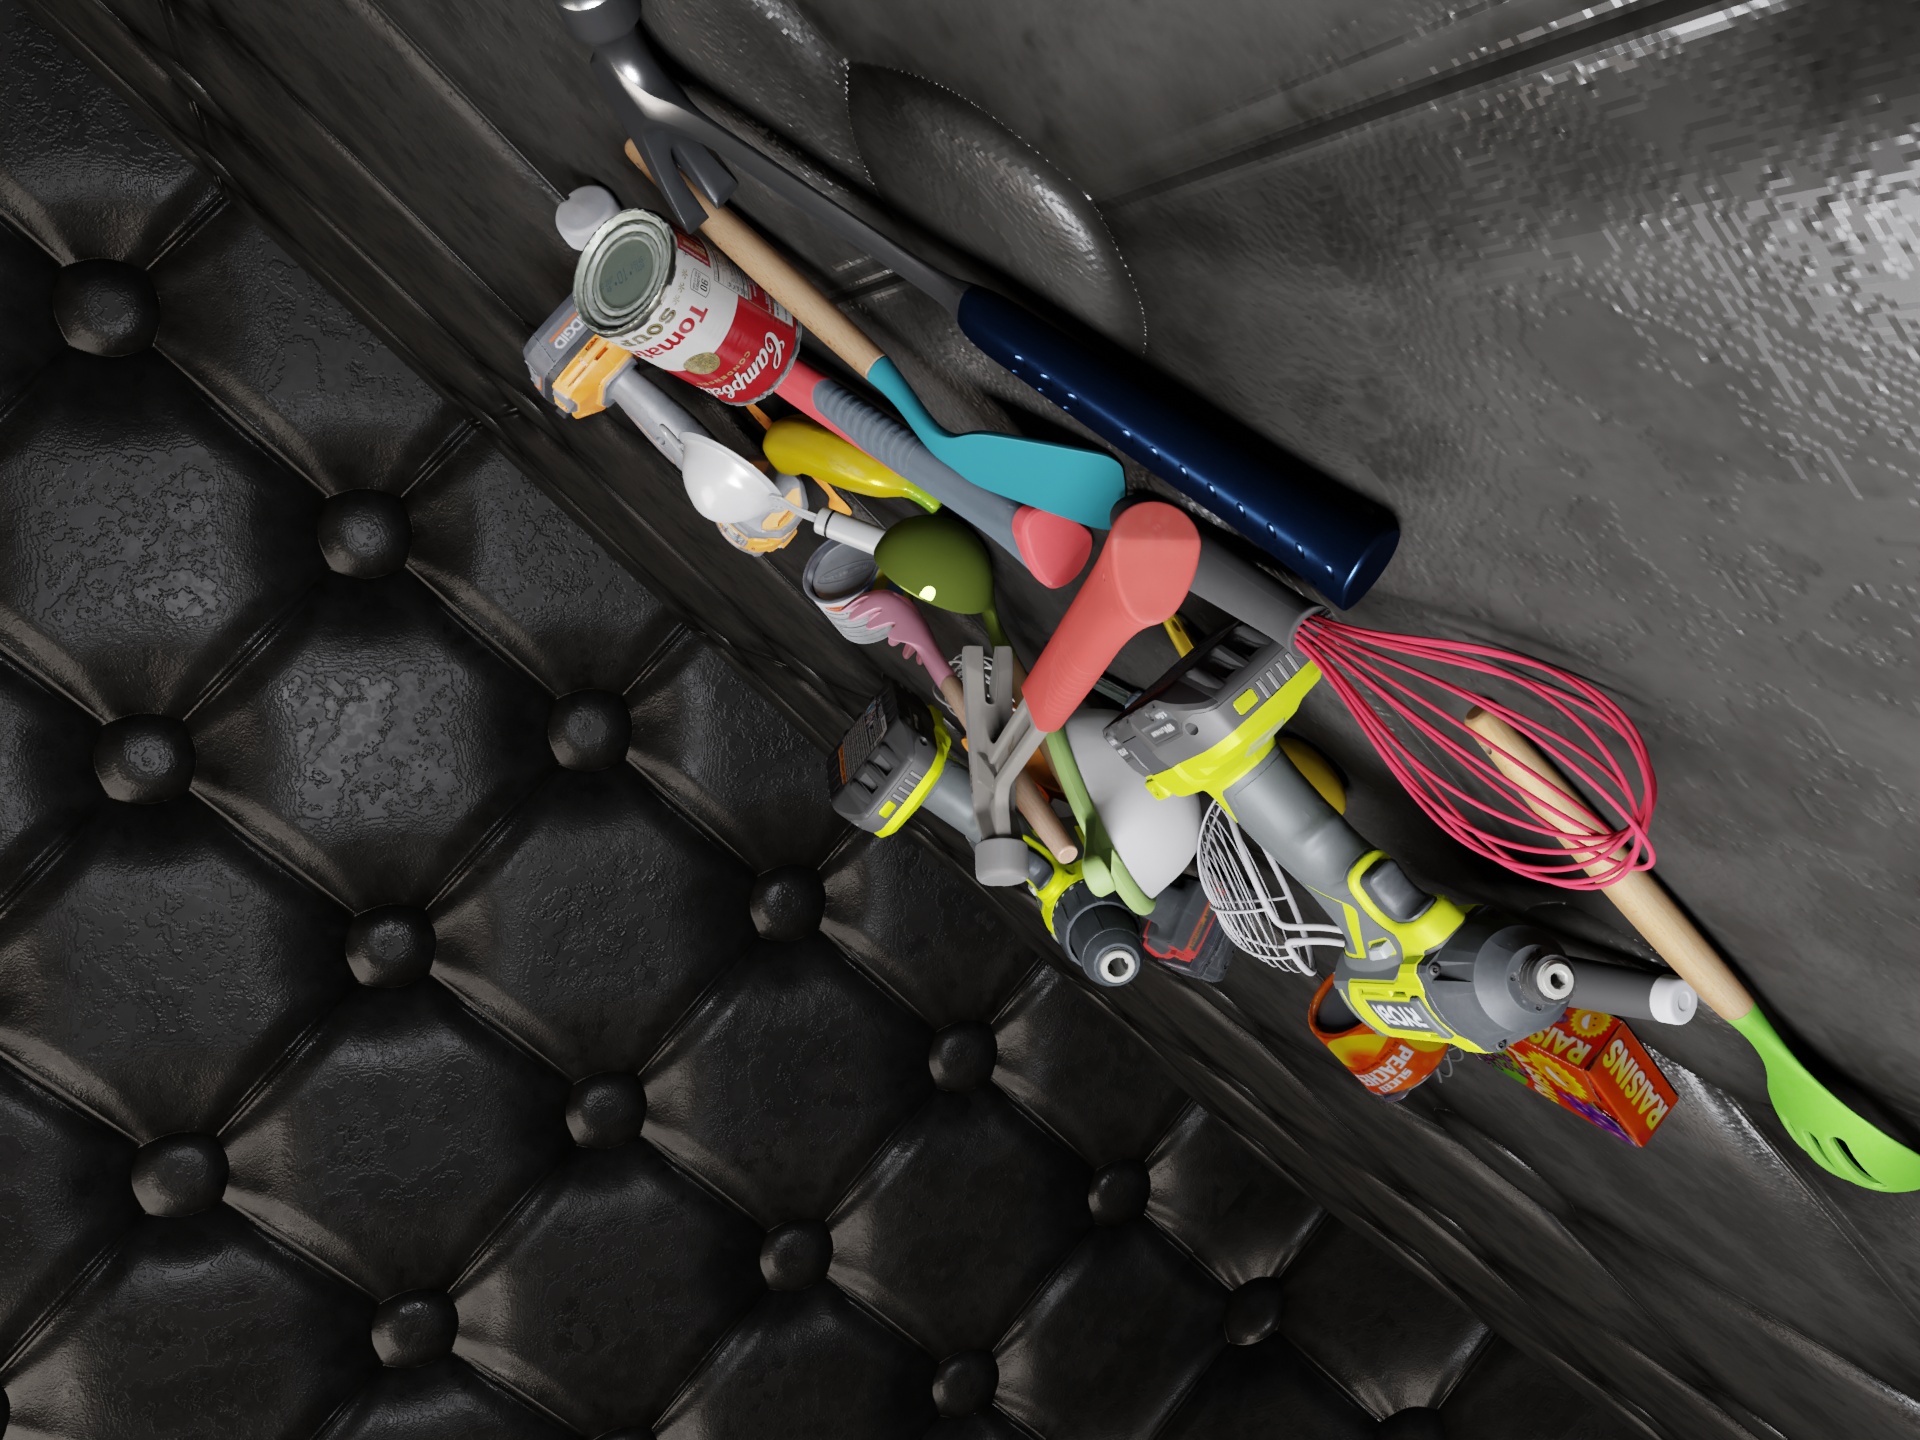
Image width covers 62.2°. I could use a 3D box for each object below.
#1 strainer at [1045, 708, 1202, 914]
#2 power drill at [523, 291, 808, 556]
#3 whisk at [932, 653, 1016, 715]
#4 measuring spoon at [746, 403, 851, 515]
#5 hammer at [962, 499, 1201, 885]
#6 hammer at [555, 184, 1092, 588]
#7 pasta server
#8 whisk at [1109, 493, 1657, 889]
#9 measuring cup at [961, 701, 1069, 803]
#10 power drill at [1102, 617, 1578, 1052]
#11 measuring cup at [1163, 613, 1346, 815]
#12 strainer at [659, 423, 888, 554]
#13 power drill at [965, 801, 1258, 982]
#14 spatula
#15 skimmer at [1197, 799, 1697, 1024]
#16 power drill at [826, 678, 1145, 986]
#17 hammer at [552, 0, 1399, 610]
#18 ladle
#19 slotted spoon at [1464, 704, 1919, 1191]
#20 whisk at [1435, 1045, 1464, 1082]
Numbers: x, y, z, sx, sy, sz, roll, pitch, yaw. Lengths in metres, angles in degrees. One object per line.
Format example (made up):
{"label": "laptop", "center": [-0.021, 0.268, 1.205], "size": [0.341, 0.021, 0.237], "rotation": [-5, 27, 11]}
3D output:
{"label": "strainer", "center": [0.109, 0.054, 0.982], "size": [0.151, 0.069, 0.256], "rotation": [63, -170, -6]}
{"label": "power drill", "center": [-0.214, -0.210, 1.198], "size": [0.226, 0.084, 0.185], "rotation": [41, 173, -8]}
{"label": "whisk", "center": [0.072, 0.010, 1.175], "size": [0.247, 0.059, 0.057], "rotation": [29, 138, 38]}
{"label": "measuring spoon", "center": [-0.118, -0.185, 1.135], "size": [0.116, 0.011, 0.021], "rotation": [47, 170, -32]}
{"label": "hammer", "center": [0.047, -0.027, 0.794], "size": [0.036, 0.149, 0.359], "rotation": [0, 162, -10]}
{"label": "hammer", "center": [-0.077, -0.178, 0.912], "size": [0.387, 0.038, 0.143], "rotation": [37, 171, 26]}
{"label": "pasta server", "center": [-0.002, -0.003, 1.044], "size": [0.060, 0.040, 0.317], "rotation": [34, -166, -40]}
{"label": "whisk", "center": [0.151, -0.027, 0.627], "size": [0.296, 0.073, 0.073], "rotation": [42, 174, 45]}
{"label": "measuring cup", "center": [0.079, 0.033, 1.246], "size": [0.174, 0.052, 0.095], "rotation": [23, 163, 43]}
{"label": "power drill", "center": [0.178, 0.057, 0.740], "size": [0.223, 0.080, 0.171], "rotation": [48, 167, 0]}
{"label": "measuring cup", "center": [0.155, -0.005, 0.843], "size": [0.156, 0.029, 0.062], "rotation": [56, 168, -14]}
{"label": "strainer", "center": [-0.098, -0.134, 1.056], "size": [0.258, 0.050, 0.086], "rotation": [22, 165, 11]}
{"label": "power drill", "center": [0.106, 0.124, 1.280], "size": [0.226, 0.080, 0.188], "rotation": [26, 172, -4]}
{"label": "spatula", "center": [-0.050, -0.194, 0.775], "size": [0.318, 0.044, 0.082], "rotation": [44, 172, 14]}
{"label": "skimmer", "center": [0.258, 0.105, 0.889], "size": [0.363, 0.090, 0.127], "rotation": [2, 127, 60]}
{"label": "power drill", "center": [0.026, 0.081, 1.065], "size": [0.228, 0.080, 0.191], "rotation": [36, -170, -15]}
{"label": "hammer", "center": [-0.002, -0.169, 0.642], "size": [0.406, 0.035, 0.144], "rotation": [38, 170, 19]}
{"label": "ladle", "center": [0.028, -0.019, 1.060], "size": [0.078, 0.062, 0.319], "rotation": [55, 176, 43]}
{"label": "slotted spoon", "center": [0.311, 0.104, 0.671], "size": [0.313, 0.031, 0.070], "rotation": [45, 171, -15]}
{"label": "whisk", "center": [0.300, 0.184, 1.049], "size": [0.055, 0.055, 0.238], "rotation": [35, 166, 35]}
